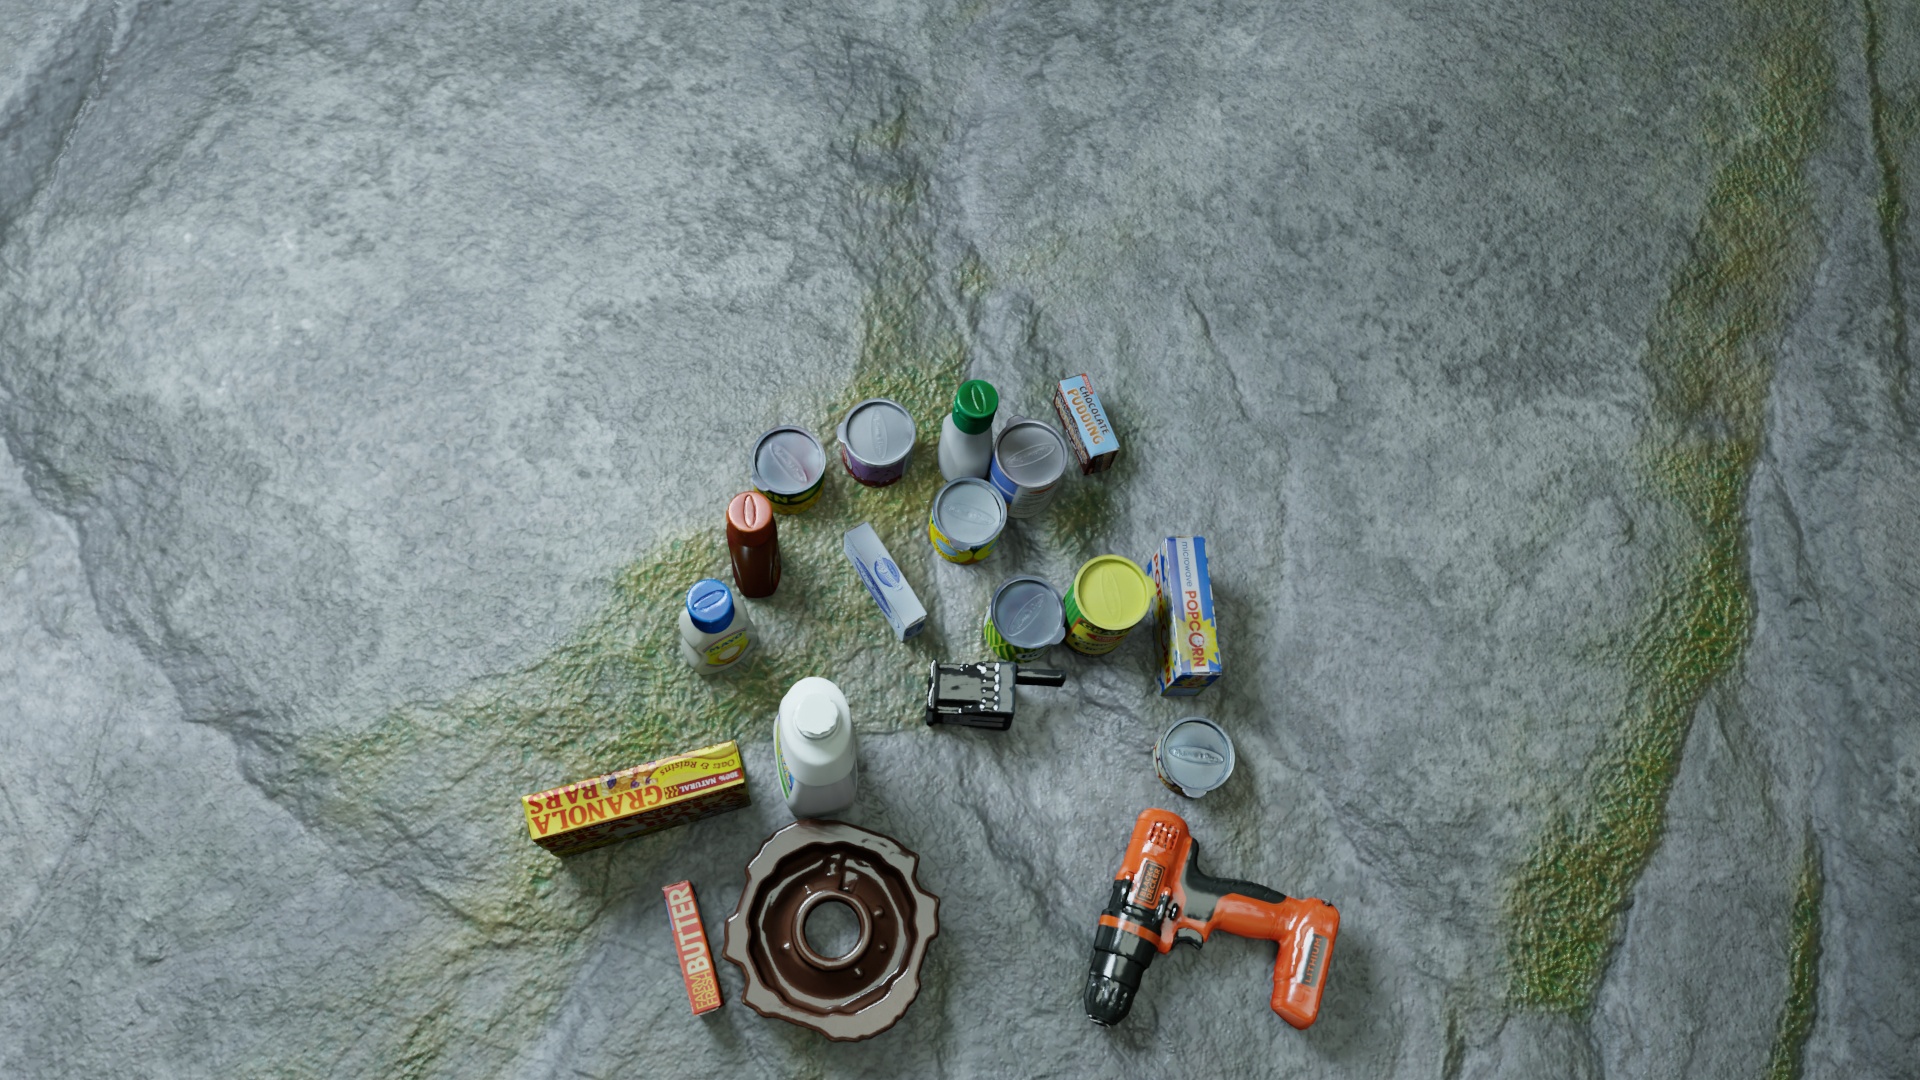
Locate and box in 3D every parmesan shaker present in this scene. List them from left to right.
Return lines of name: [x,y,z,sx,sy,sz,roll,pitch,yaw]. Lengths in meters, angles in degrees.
parmesan shaker: [0.126,0.059,1.218,0.071,0.102,0.071,2,71,-5]

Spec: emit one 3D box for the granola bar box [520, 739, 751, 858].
granola bar box: [-0.254,0.210,1.114,0.166,0.123,0.039,-14,73,-10]

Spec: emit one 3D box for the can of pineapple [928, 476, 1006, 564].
can of pineapple: [0.004,-0.016,1.256,0.071,0.057,0.071,2,71,-5]

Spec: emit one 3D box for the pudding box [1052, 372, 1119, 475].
pudding box: [0.118,-0.109,1.305,0.030,0.049,0.084,-18,73,-11]

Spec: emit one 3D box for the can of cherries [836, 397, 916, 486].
can of cherries: [-0.078,-0.089,1.273,0.071,0.058,0.071,2,71,-5]

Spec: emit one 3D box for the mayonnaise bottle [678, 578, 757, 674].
mayonnaise bottle: [-0.204,0.071,1.156,0.065,0.147,0.041,-29,76,-14]

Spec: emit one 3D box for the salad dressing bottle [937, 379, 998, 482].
salad dressing bottle: [0.007,-0.096,1.237,0.044,0.147,0.064,-12,73,-10]

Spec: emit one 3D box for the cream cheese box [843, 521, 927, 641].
cream cheese box: [-0.067,0.037,1.232,0.024,0.053,0.104,-30,76,-14]

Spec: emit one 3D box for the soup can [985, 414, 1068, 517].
soup can: [0.058,-0.067,1.266,0.071,0.083,0.071,2,71,-5]

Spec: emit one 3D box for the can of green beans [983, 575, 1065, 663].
can of green beans: [0.056,0.071,1.230,0.071,0.057,0.071,2,71,-5]

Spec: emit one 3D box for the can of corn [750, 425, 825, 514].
can of corn: [-0.157,-0.061,1.255,0.071,0.058,0.071,2,71,-5]

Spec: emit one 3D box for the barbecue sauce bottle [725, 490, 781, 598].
barbecue sauce bottle: [-0.177,0.000,1.183,0.044,0.148,0.065,-3,71,-7]

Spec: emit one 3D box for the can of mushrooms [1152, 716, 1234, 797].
can of mushrooms: [0.203,0.192,1.216,0.071,0.033,0.071,2,71,-5]

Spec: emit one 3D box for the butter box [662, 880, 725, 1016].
butter box: [-0.214,0.327,1.115,0.024,0.053,0.104,-15,73,-11]

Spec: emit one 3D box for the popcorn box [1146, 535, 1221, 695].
popcorn box: [0.197,0.068,1.232,0.038,0.085,0.127,-1,71,-6]
